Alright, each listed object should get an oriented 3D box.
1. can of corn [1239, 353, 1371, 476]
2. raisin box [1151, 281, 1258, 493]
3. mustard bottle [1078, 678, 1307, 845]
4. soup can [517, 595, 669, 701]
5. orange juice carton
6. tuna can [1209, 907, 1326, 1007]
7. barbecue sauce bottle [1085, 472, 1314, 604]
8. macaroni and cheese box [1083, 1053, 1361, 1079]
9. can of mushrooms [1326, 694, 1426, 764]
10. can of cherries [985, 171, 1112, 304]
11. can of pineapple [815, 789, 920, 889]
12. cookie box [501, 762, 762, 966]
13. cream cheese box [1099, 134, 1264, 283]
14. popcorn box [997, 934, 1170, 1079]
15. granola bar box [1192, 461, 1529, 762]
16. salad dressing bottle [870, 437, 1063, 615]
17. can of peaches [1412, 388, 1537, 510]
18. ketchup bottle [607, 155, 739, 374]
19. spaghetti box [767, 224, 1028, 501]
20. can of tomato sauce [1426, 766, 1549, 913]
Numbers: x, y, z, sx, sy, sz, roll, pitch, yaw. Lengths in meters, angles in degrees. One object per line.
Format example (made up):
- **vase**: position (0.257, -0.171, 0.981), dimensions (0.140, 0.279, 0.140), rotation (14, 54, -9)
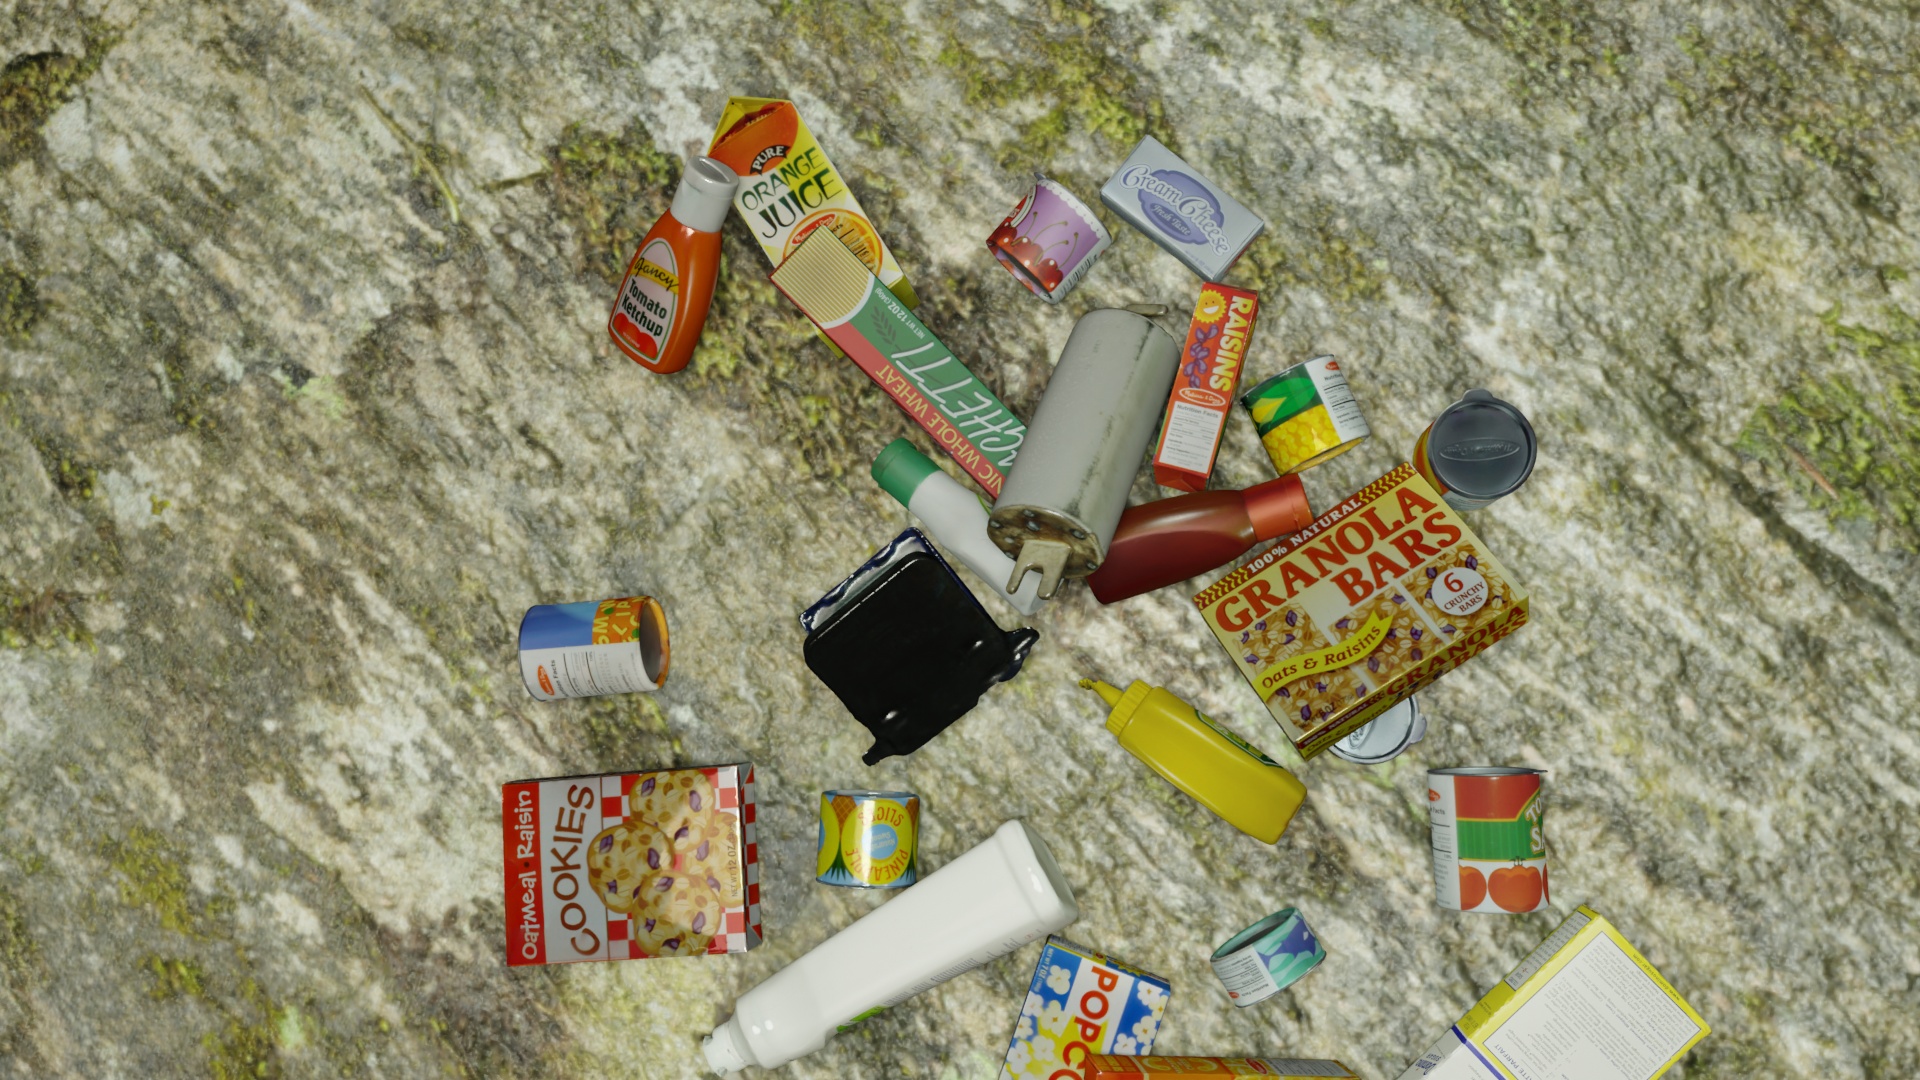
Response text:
- **can of corn**: position (0.223, -0.080, 0.907), dimensions (0.071, 0.071, 0.058), rotation (-25, 81, 4)
- **raisin box**: position (0.160, -0.097, 0.906), dimensions (0.040, 0.086, 0.123), rotation (15, 85, 11)
- **mustard bottle**: position (0.144, 0.132, 0.892), dimensions (0.160, 0.065, 0.049), rotation (34, 93, 14)
- **soup can**: position (-0.249, 0.072, 0.952), dimensions (0.084, 0.071, 0.071), rotation (-6, 83, 6)
- **orange juice carton**: position (-0.111, -0.231, 0.966), dimensions (0.073, 0.072, 0.193), rotation (-33, 80, 3)
- **tuna can**: position (0.193, 0.259, 0.868), dimensions (0.071, 0.071, 0.033), rotation (-32, 80, 3)
- **barbecue sauce bottle**: position (0.151, -0.004, 0.900), dimensions (0.148, 0.064, 0.044), rotation (-18, 48, 12)
- **macaroni and cheese box**: position (0.155, 0.382, 0.846), dimensions (0.167, 0.040, 0.123), rotation (5, 85, -8)
- **can of mushrooms**: position (0.261, 0.111, 0.893), dimensions (0.071, 0.033, 0.071), rotation (-1, 82, 8)
- **can of cherries**: position (0.058, -0.204, 0.943), dimensions (0.071, 0.071, 0.058), rotation (42, 91, 10)
- **can of pineapple**: position (-0.060, 0.194, 0.907), dimensions (0.071, 0.071, 0.058), rotation (2, 83, 8)
- **cookie box**: position (-0.224, 0.219, 0.941), dimensions (0.167, 0.040, 0.123), rotation (-5, 82, 7)
- **cream cheese box**: position (0.151, -0.226, 0.954), dimensions (0.104, 0.024, 0.053), rotation (40, 89, 10)
- **popcorn box**: position (0.075, 0.328, 0.888), dimensions (0.085, 0.038, 0.126), rotation (19, 86, 8)
- **granola bar box**: position (0.250, 0.043, 0.876), dimensions (0.165, 0.039, 0.124), rotation (-33, 53, 2)
- **salad dressing bottle**: position (0.003, -0.012, 0.931), dimensions (0.148, 0.064, 0.044), rotation (40, 95, 18)
- **can of peaches**: position (0.329, -0.057, 0.892), dimensions (0.071, 0.058, 0.071), rotation (-1, 83, 8)
- **ketchup bottle**: position (-0.193, -0.189, 0.950), dimensions (0.065, 0.044, 0.148), rotation (40, 123, 16)
- **spaghetti box**: position (-0.019, -0.102, 0.914), dimensions (0.250, 0.029, 0.050), rotation (44, 90, -12)
- **can of tomato sauce**: position (0.328, 0.183, 0.858), dimensions (0.071, 0.071, 0.083), rotation (-3, 84, 7)
